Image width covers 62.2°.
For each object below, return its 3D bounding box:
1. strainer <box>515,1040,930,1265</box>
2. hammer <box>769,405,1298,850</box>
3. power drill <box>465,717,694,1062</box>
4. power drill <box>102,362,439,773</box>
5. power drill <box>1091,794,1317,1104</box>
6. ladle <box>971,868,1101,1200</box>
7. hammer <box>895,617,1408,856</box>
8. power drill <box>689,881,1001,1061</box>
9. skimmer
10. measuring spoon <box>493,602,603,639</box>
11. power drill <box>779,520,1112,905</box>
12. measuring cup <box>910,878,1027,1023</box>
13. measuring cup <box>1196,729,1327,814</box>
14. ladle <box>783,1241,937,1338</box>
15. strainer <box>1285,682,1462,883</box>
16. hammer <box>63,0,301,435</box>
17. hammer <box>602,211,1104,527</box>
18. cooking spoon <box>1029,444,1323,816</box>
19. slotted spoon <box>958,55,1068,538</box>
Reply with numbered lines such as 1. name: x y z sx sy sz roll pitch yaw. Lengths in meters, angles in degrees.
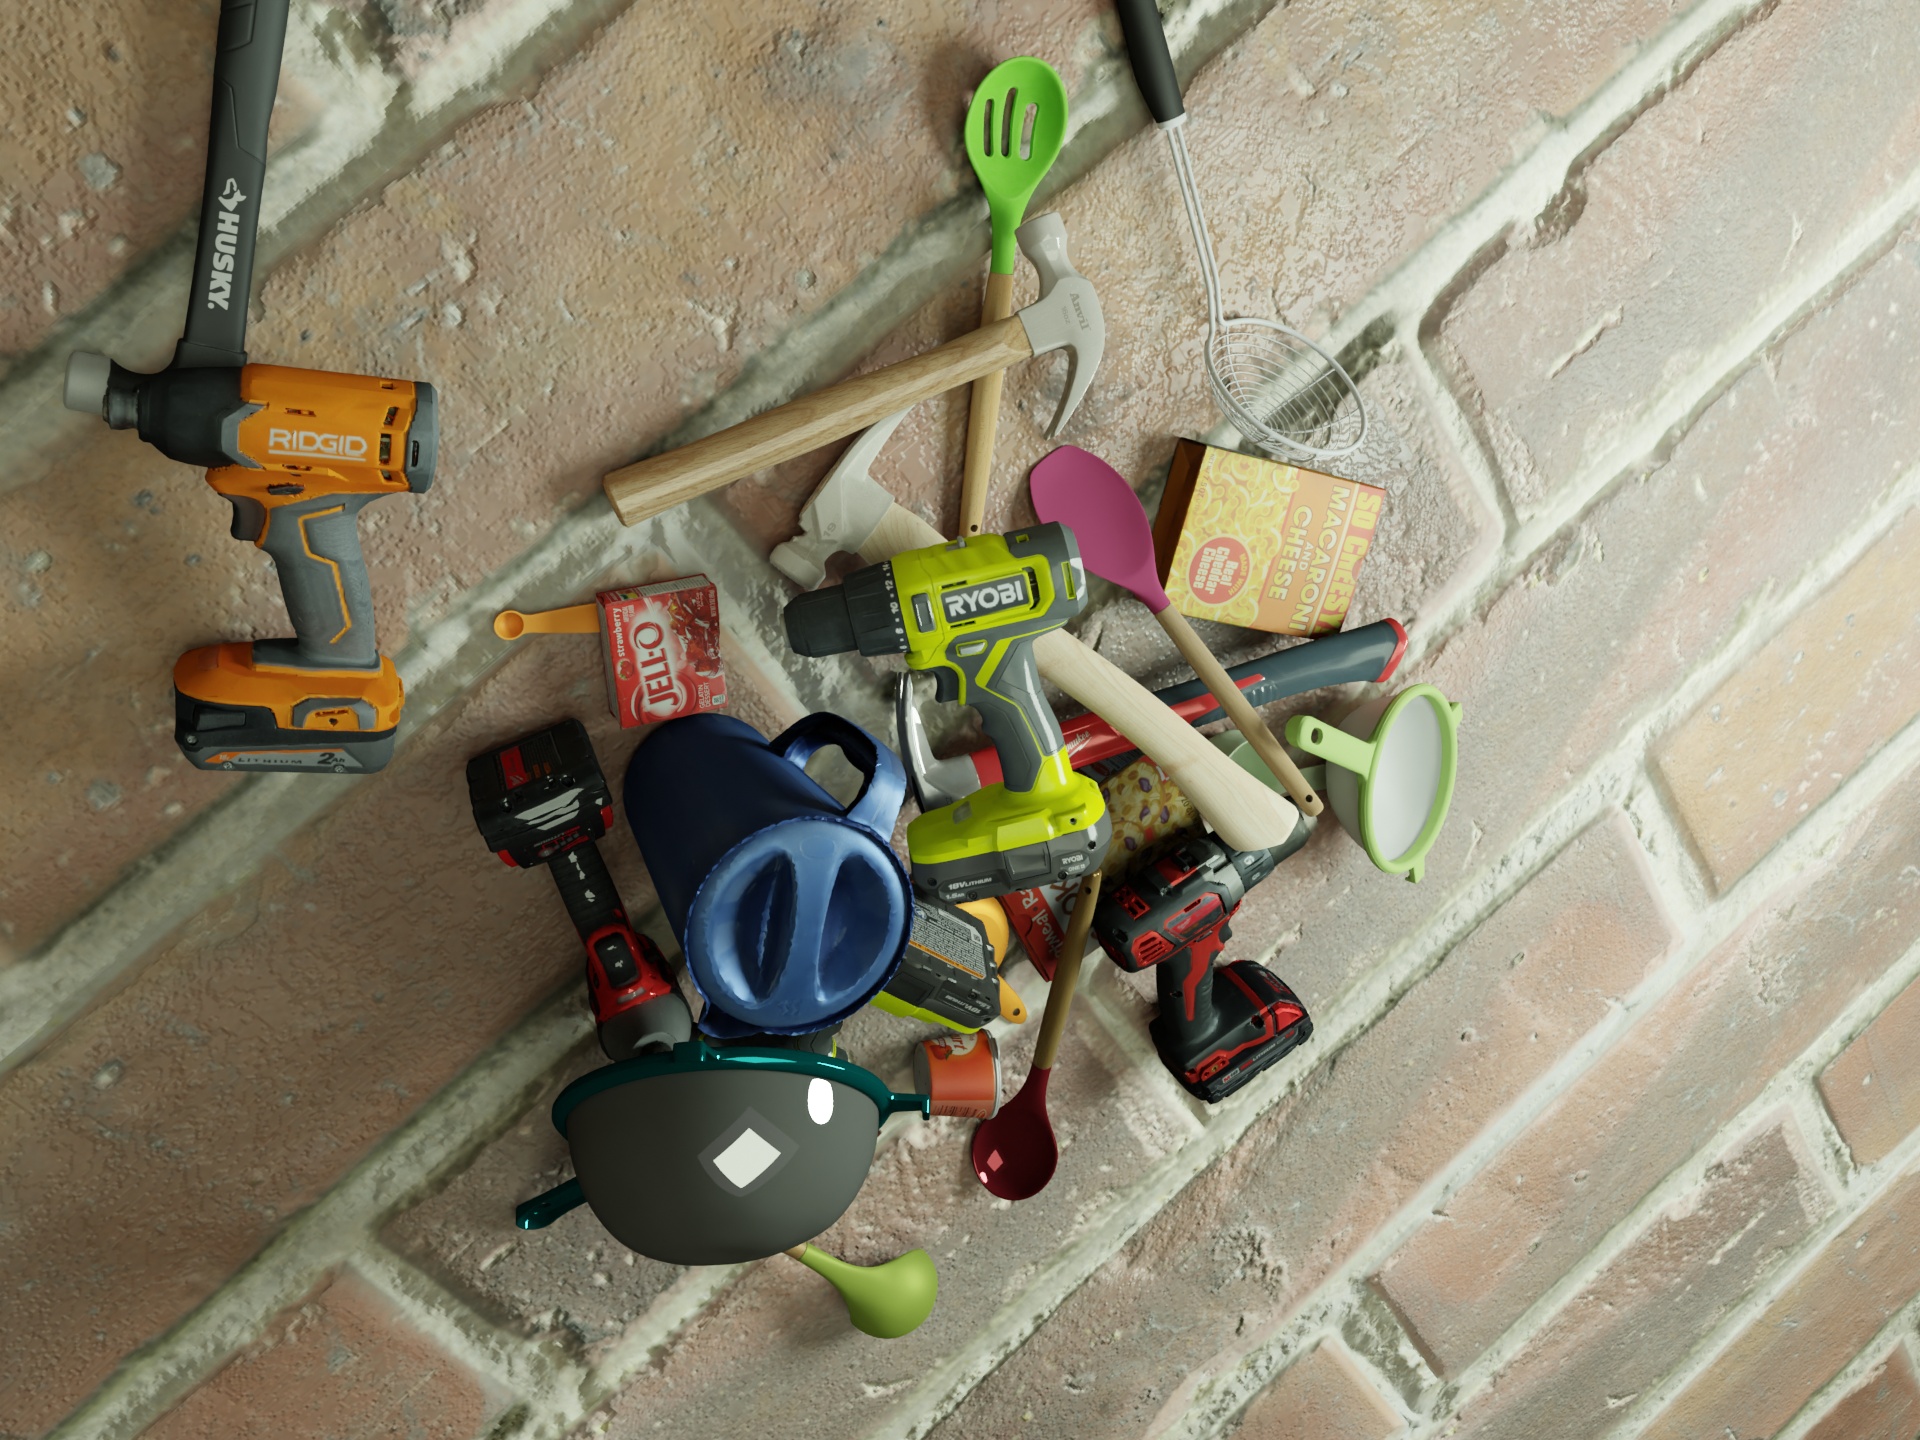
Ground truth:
1. strainer: -0.189 0.308 1.013 0.210 0.095 0.340 24 137 -38
2. hammer: 0.077 -0.047 1.086 0.410 0.038 0.146 36 91 -15
3. power drill: -0.231 0.121 1.007 0.078 0.143 0.219 -23 114 -12
4. power drill: -0.383 -0.086 0.882 0.164 0.084 0.226 3 117 -24
5. power drill: 0.208 0.172 1.228 0.188 0.080 0.226 -32 130 -10
6. ladle: 0.066 0.240 1.204 0.069 0.031 0.315 18 120 10
7. hammer: 0.144 -0.020 1.149 0.386 0.038 0.143 -18 99 -13
8. power drill: -0.081 0.211 1.070 0.171 0.080 0.223 30 118 -26
9. skimmer: 0.182 -0.343 1.053 0.127 0.090 0.363 -44 123 -42
10. measuring spoon: -0.238 -0.067 1.013 0.117 0.011 0.021 -8 117 -25
11. power drill: -0.002 -0.003 1.025 0.190 0.080 0.228 -13 110 0
12. measuring cup: 0.015 0.185 1.185 0.095 0.052 0.173 -46 123 -10
13. measuring cup: 0.243 0.042 1.255 0.167 0.038 0.083 -3 108 -41
14. ladle: -0.144 0.383 1.203 0.320 0.062 0.078 37 93 -23
15. strainer: 0.297 0.030 1.220 0.256 0.069 0.151 19 84 -48
16. hammer: -0.377 -0.315 0.847 0.146 0.035 0.334 8 105 -25
17. hammer: -0.064 -0.197 1.000 0.331 0.031 0.130 -24 97 -5
18. cooking spoon: 0.157 -0.058 1.123 0.069 0.017 0.319 -39 96 -11
19. slotted spoon: 0.021 -0.268 1.045 0.070 0.031 0.313 -2 111 -23
